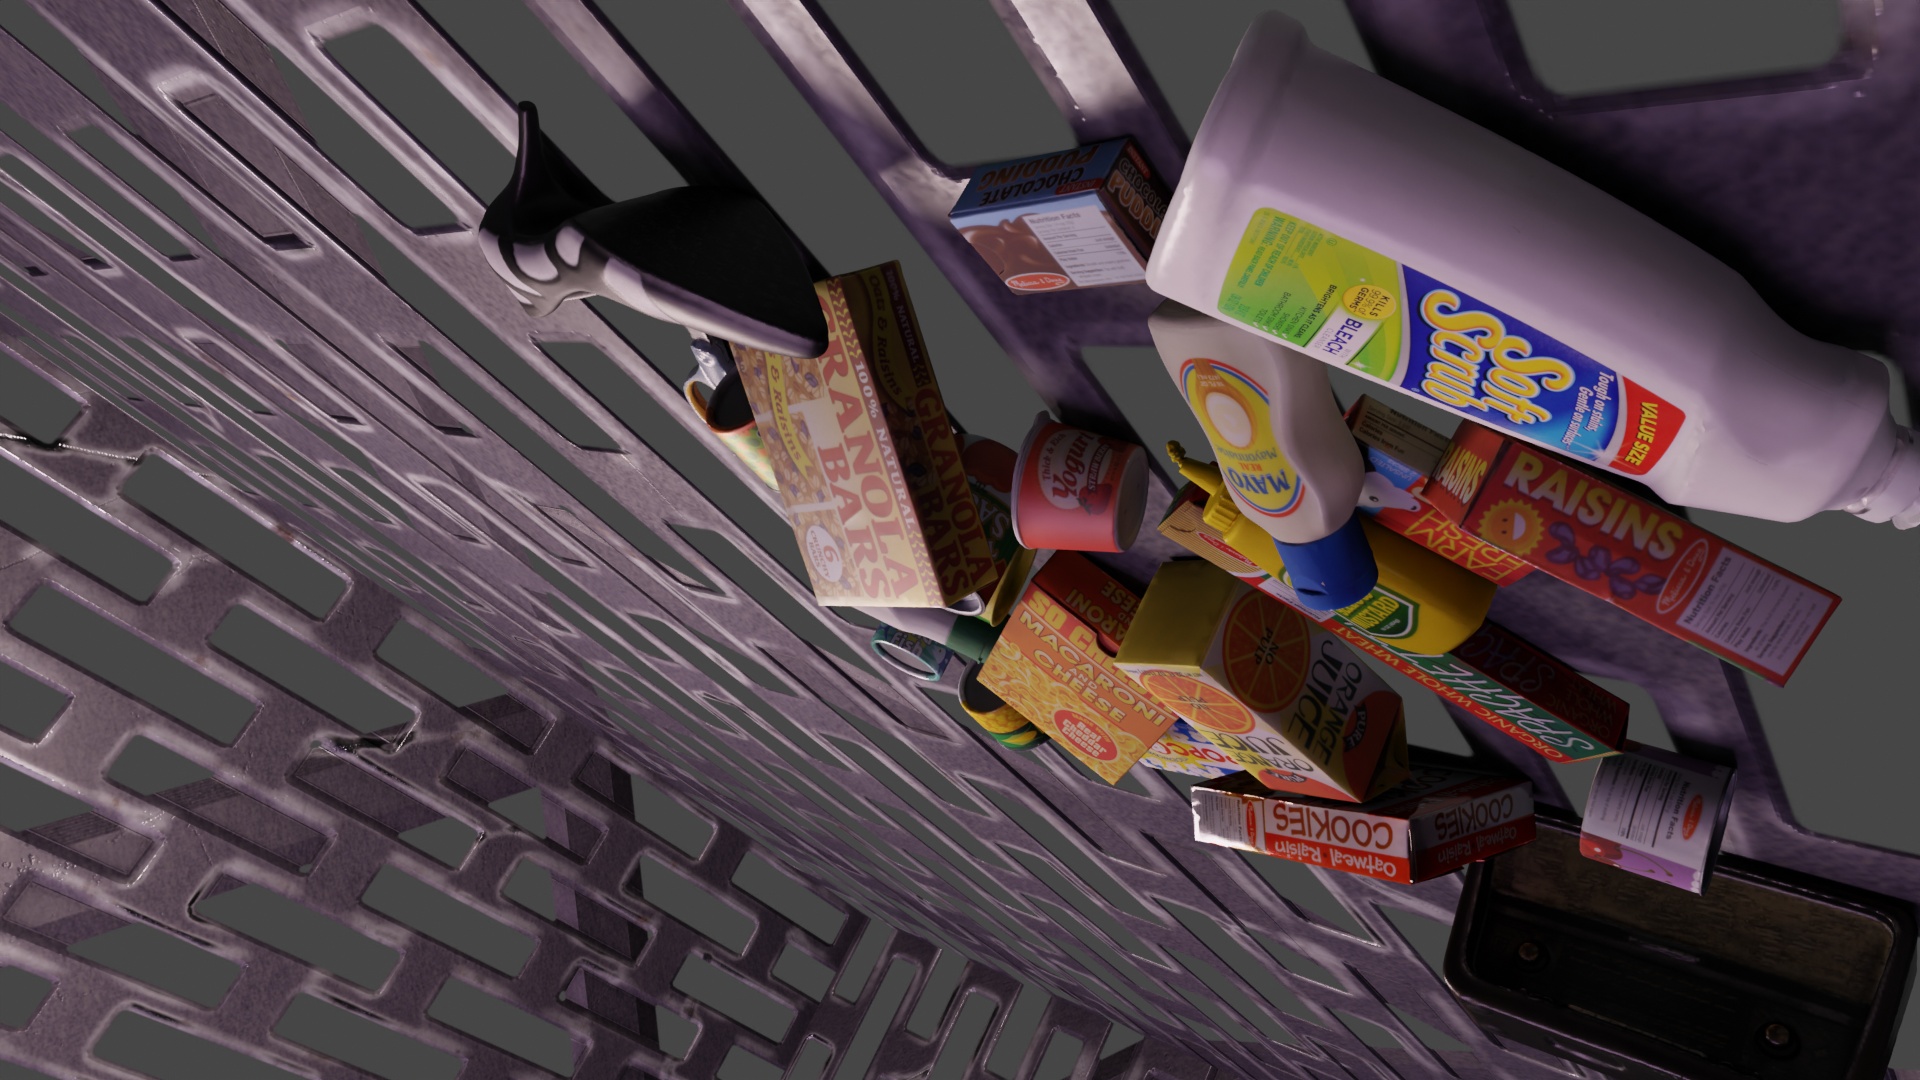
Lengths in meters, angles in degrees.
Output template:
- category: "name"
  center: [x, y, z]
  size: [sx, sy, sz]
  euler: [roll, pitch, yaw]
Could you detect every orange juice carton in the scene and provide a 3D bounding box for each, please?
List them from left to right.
- category: "orange juice carton"
  center: [0.186, 0.092, 0.805]
  size: [0.192, 0.073, 0.071]
  euler: [39, 157, -26]

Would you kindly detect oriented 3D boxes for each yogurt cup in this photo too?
- category: "yogurt cup"
  center: [0.063, -0.025, 0.706]
  size: [0.054, 0.072, 0.072]
  euler: [10, 154, 23]

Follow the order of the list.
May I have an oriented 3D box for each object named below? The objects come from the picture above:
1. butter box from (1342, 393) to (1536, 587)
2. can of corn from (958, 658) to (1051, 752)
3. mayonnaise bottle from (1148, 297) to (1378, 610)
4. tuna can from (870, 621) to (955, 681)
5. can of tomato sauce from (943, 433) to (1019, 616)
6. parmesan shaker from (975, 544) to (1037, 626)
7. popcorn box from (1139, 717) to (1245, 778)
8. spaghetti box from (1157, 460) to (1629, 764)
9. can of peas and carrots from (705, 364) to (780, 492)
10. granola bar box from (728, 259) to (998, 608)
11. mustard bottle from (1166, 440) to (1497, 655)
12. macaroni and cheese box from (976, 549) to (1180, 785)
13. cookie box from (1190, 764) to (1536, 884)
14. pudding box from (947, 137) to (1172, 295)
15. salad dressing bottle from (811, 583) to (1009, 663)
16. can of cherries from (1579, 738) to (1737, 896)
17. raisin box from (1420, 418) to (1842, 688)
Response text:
- category: "butter box"
  center: [0.203, -0.020, 0.590]
  size: [0.103, 0.024, 0.053]
  euler: [28, 159, 2]
- category: "can of corn"
  center: [0.042, 0.120, 1.070]
  size: [0.071, 0.071, 0.058]
  euler: [9, 151, 43]
- category: "mayonnaise bottle"
  center: [0.131, -0.037, 0.565]
  size: [0.065, 0.041, 0.147]
  euler: [9, 136, 52]
- category: "tuna can"
  center: [-0.038, 0.085, 1.137]
  size: [0.071, 0.033, 0.070]
  euler: [25, 160, 10]
- category: "can of tomato sauce"
  center: [0.003, -0.010, 0.788]
  size: [0.071, 0.083, 0.071]
  euler: [25, 159, 10]
- category: "parmesan shaker"
  center: [-0.010, 0.000, 0.859]
  size: [0.103, 0.071, 0.071]
  euler: [25, 159, 14]
- category: "popcorn box"
  center: [0.159, 0.132, 0.984]
  size: [0.085, 0.038, 0.126]
  euler: [42, 156, -31]
- category: "spaghetti box"
  center: [0.219, 0.040, 0.703]
  size: [0.250, 0.029, 0.050]
  euler: [30, 159, -3]
- category: "can of peas and carrots"
  center: [-0.104, -0.071, 0.809]
  size: [0.071, 0.071, 0.058]
  euler: [8, 150, 44]
- category: "granola bar box"
  center: [-0.053, -0.049, 0.709]
  size: [0.124, 0.039, 0.165]
  euler: [-4, 107, 54]
- category: "mustard bottle"
  center: [0.164, -0.003, 0.644]
  size: [0.160, 0.049, 0.065]
  euler: [28, 156, 3]
- category: "macaroni and cheese box"
  center: [0.085, 0.086, 0.909]
  size: [0.124, 0.040, 0.165]
  euler: [37, 152, 8]
- category: "cookie box"
  center: [0.246, 0.168, 0.859]
  size: [0.123, 0.040, 0.167]
  euler: [-6, -178, -36]
- category: "pudding box"
  center: [0.041, -0.125, 0.544]
  size: [0.083, 0.030, 0.049]
  euler: [5, 150, 48]
- category: "salad dressing bottle"
  center: [-0.036, 0.046, 1.029]
  size: [0.148, 0.044, 0.064]
  euler: [25, 164, 6]
- category: "can of cherries"
  center: [0.356, 0.140, 0.709]
  size: [0.058, 0.072, 0.071]
  euler: [14, 155, 34]
- category: "raisin box"
  center: [0.241, 0.000, 0.513]
  size: [0.123, 0.040, 0.086]
  euler: [27, -166, 4]
